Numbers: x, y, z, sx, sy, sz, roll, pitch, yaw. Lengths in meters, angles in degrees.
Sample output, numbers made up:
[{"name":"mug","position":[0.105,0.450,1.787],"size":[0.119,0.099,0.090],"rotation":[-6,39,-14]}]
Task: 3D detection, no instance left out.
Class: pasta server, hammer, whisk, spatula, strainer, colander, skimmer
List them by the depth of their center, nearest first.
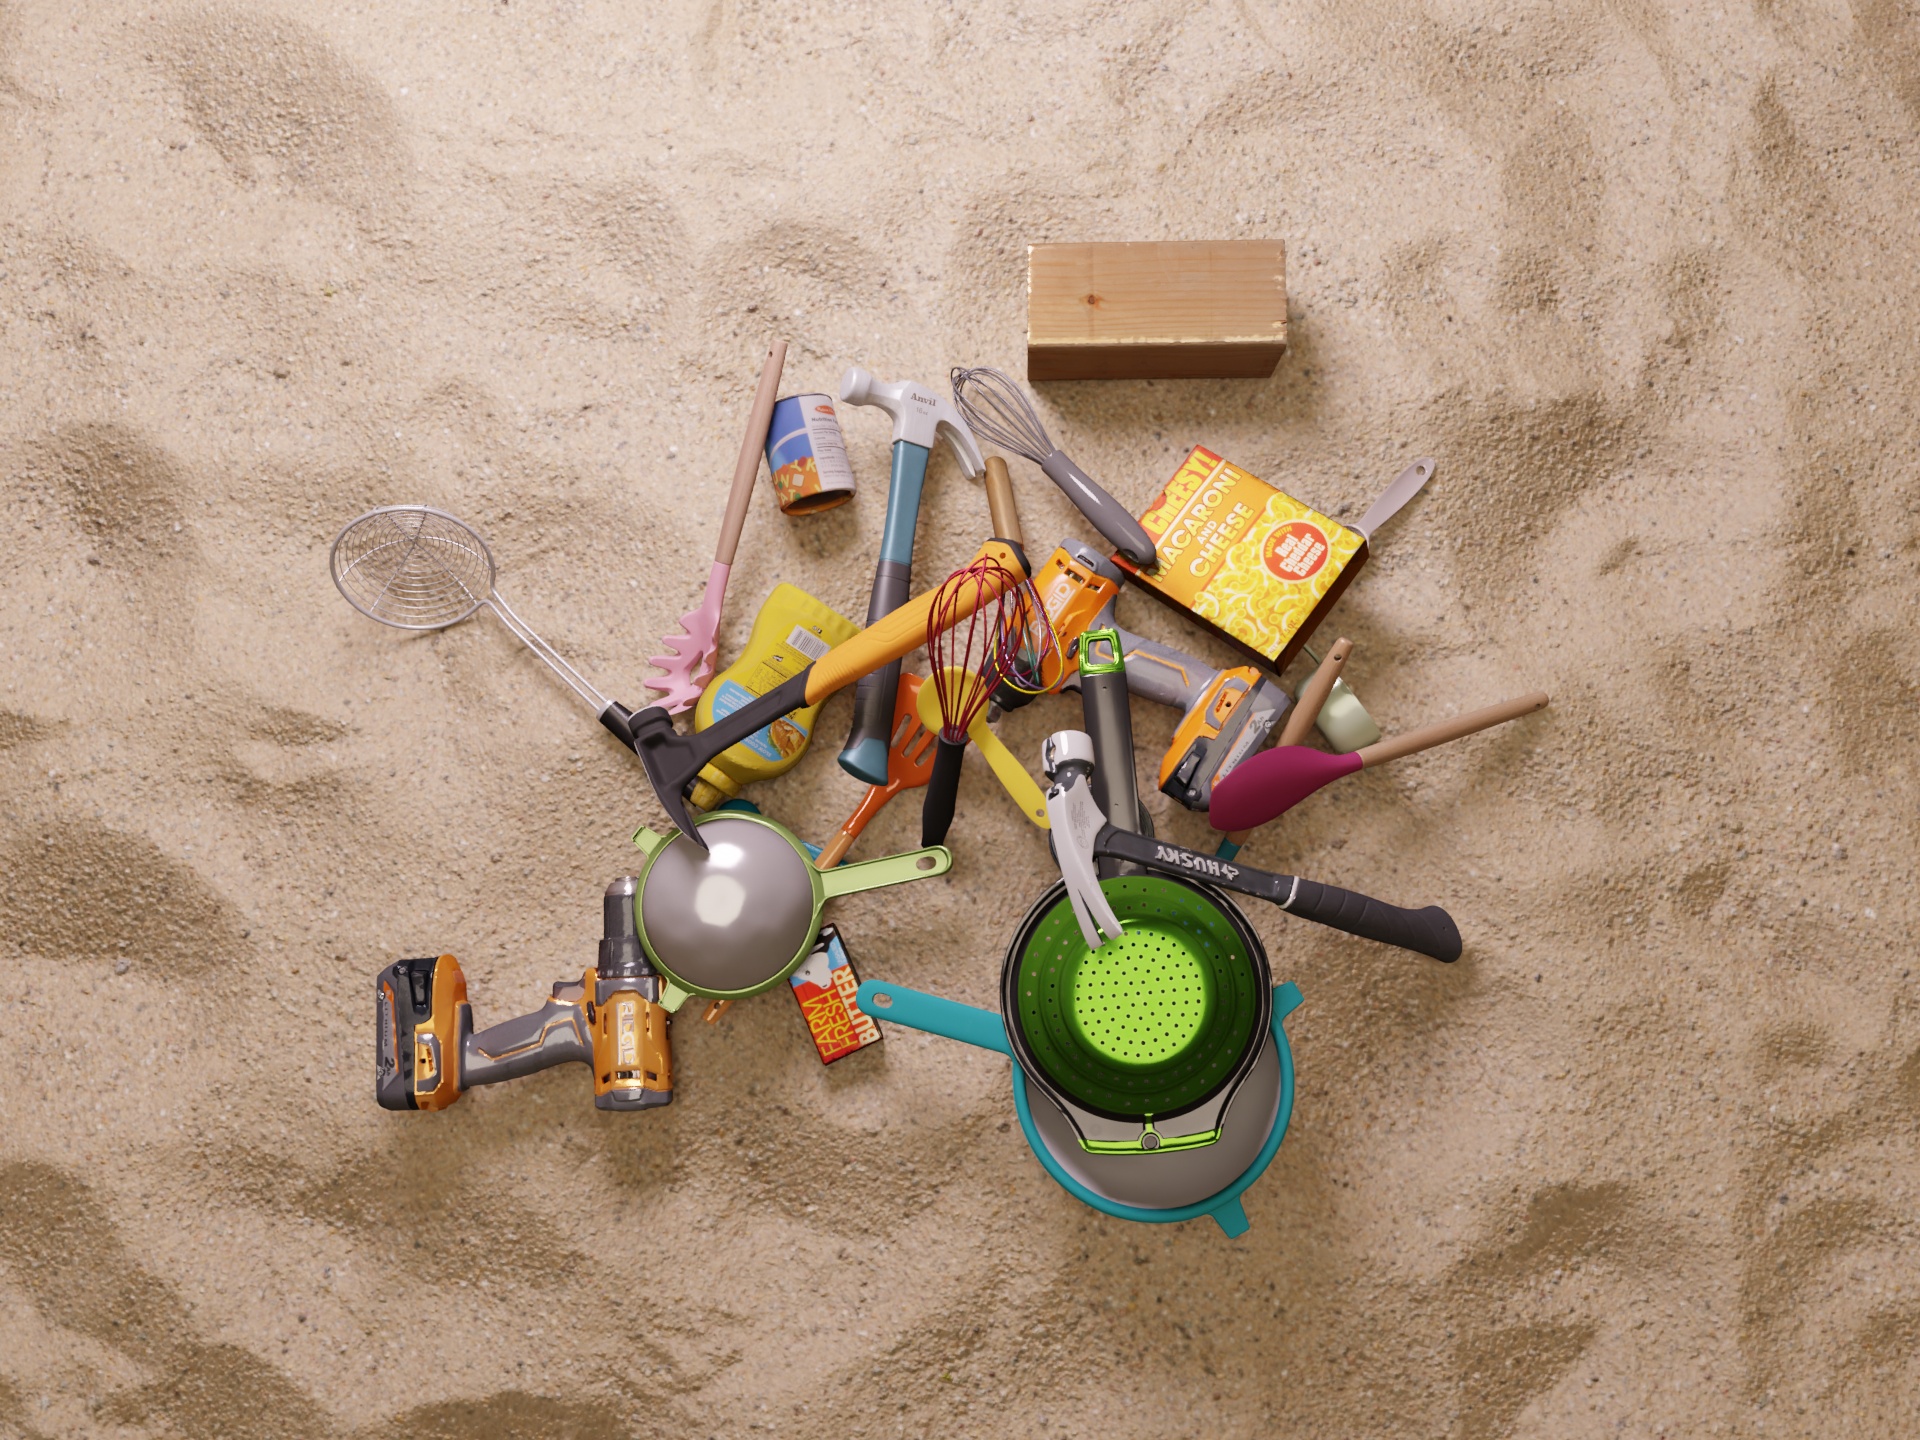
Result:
[{"name":"hammer","position":[0.228,0.126,1.164],"size":[0.408,0.036,0.149],"rotation":[18,53,-32]},{"name":"colander","position":[0.121,0.118,1.170],"size":[0.204,0.094,0.397],"rotation":[-6,80,4]},{"name":"whisk","position":[-0.002,-0.004,1.209],"size":[0.073,0.295,0.073],"rotation":[6,42,-6]},{"name":"hammer","position":[-0.092,-0.034,1.218],"size":[0.337,0.034,0.127],"rotation":[-31,61,3]},{"name":"strainer","position":[-0.132,0.130,1.234],"size":[0.256,0.069,0.151],"rotation":[-12,78,0]},{"name":"strainer","position":[0.086,0.260,1.244],"size":[0.340,0.095,0.211],"rotation":[14,82,9]},{"name":"spatula","position":[0.228,0.077,1.252],"size":[0.082,0.044,0.317],"rotation":[27,107,5]},{"name":"whisk","position":[0.040,-0.120,1.264],"size":[0.047,0.051,0.245],"rotation":[-21,53,16]},{"name":"hammer","position":[-0.056,-0.113,1.284],"size":[0.128,0.033,0.331],"rotation":[12,79,-25]},{"name":"spatula","position":[-0.106,0.109,1.284],"size":[0.081,0.041,0.322],"rotation":[35,79,6]},{"name":"pasta server","position":[-0.192,-0.156,1.295],"size":[0.060,0.040,0.316],"rotation":[23,101,37]},{"name":"skimmer","position":[-0.350,-0.039,1.297],"size":[0.363,0.090,0.127],"rotation":[42,120,4]},{"name":"whisk","position":[0.074,-0.210,1.303],"size":[0.055,0.055,0.239],"rotation":[-43,75,-3]}]

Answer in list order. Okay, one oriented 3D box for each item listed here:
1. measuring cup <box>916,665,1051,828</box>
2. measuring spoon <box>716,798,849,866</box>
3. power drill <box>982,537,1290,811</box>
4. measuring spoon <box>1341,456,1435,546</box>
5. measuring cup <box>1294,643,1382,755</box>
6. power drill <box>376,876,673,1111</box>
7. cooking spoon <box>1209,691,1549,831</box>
[{"name":"measuring cup","position":[0.023,0.025,1.265],"size":[0.062,0.029,0.156],"rotation":[-39,87,15]},{"name":"measuring spoon","position":[-0.145,0.102,1.305],"size":[0.128,0.021,0.042],"rotation":[24,85,5]},{"name":"power drill","position":[0.130,-0.021,1.281],"size":[0.226,0.084,0.164],"rotation":[36,89,9]},{"name":"measuring spoon","position":[0.350,-0.174,1.322],"size":[0.124,0.018,0.034],"rotation":[-44,83,-10]},{"name":"measuring cup","position":[0.274,-0.040,1.288],"size":[0.038,0.083,0.168],"rotation":[-40,68,6]},{"name":"power drill","position":[-0.343,0.222,1.275],"size":[0.226,0.084,0.185],"rotation":[-3,81,-2]},{"name":"cooking spoon","position":[0.332,0.024,1.244],"size":[0.319,0.017,0.068],"rotation":[-17,124,-19]}]
